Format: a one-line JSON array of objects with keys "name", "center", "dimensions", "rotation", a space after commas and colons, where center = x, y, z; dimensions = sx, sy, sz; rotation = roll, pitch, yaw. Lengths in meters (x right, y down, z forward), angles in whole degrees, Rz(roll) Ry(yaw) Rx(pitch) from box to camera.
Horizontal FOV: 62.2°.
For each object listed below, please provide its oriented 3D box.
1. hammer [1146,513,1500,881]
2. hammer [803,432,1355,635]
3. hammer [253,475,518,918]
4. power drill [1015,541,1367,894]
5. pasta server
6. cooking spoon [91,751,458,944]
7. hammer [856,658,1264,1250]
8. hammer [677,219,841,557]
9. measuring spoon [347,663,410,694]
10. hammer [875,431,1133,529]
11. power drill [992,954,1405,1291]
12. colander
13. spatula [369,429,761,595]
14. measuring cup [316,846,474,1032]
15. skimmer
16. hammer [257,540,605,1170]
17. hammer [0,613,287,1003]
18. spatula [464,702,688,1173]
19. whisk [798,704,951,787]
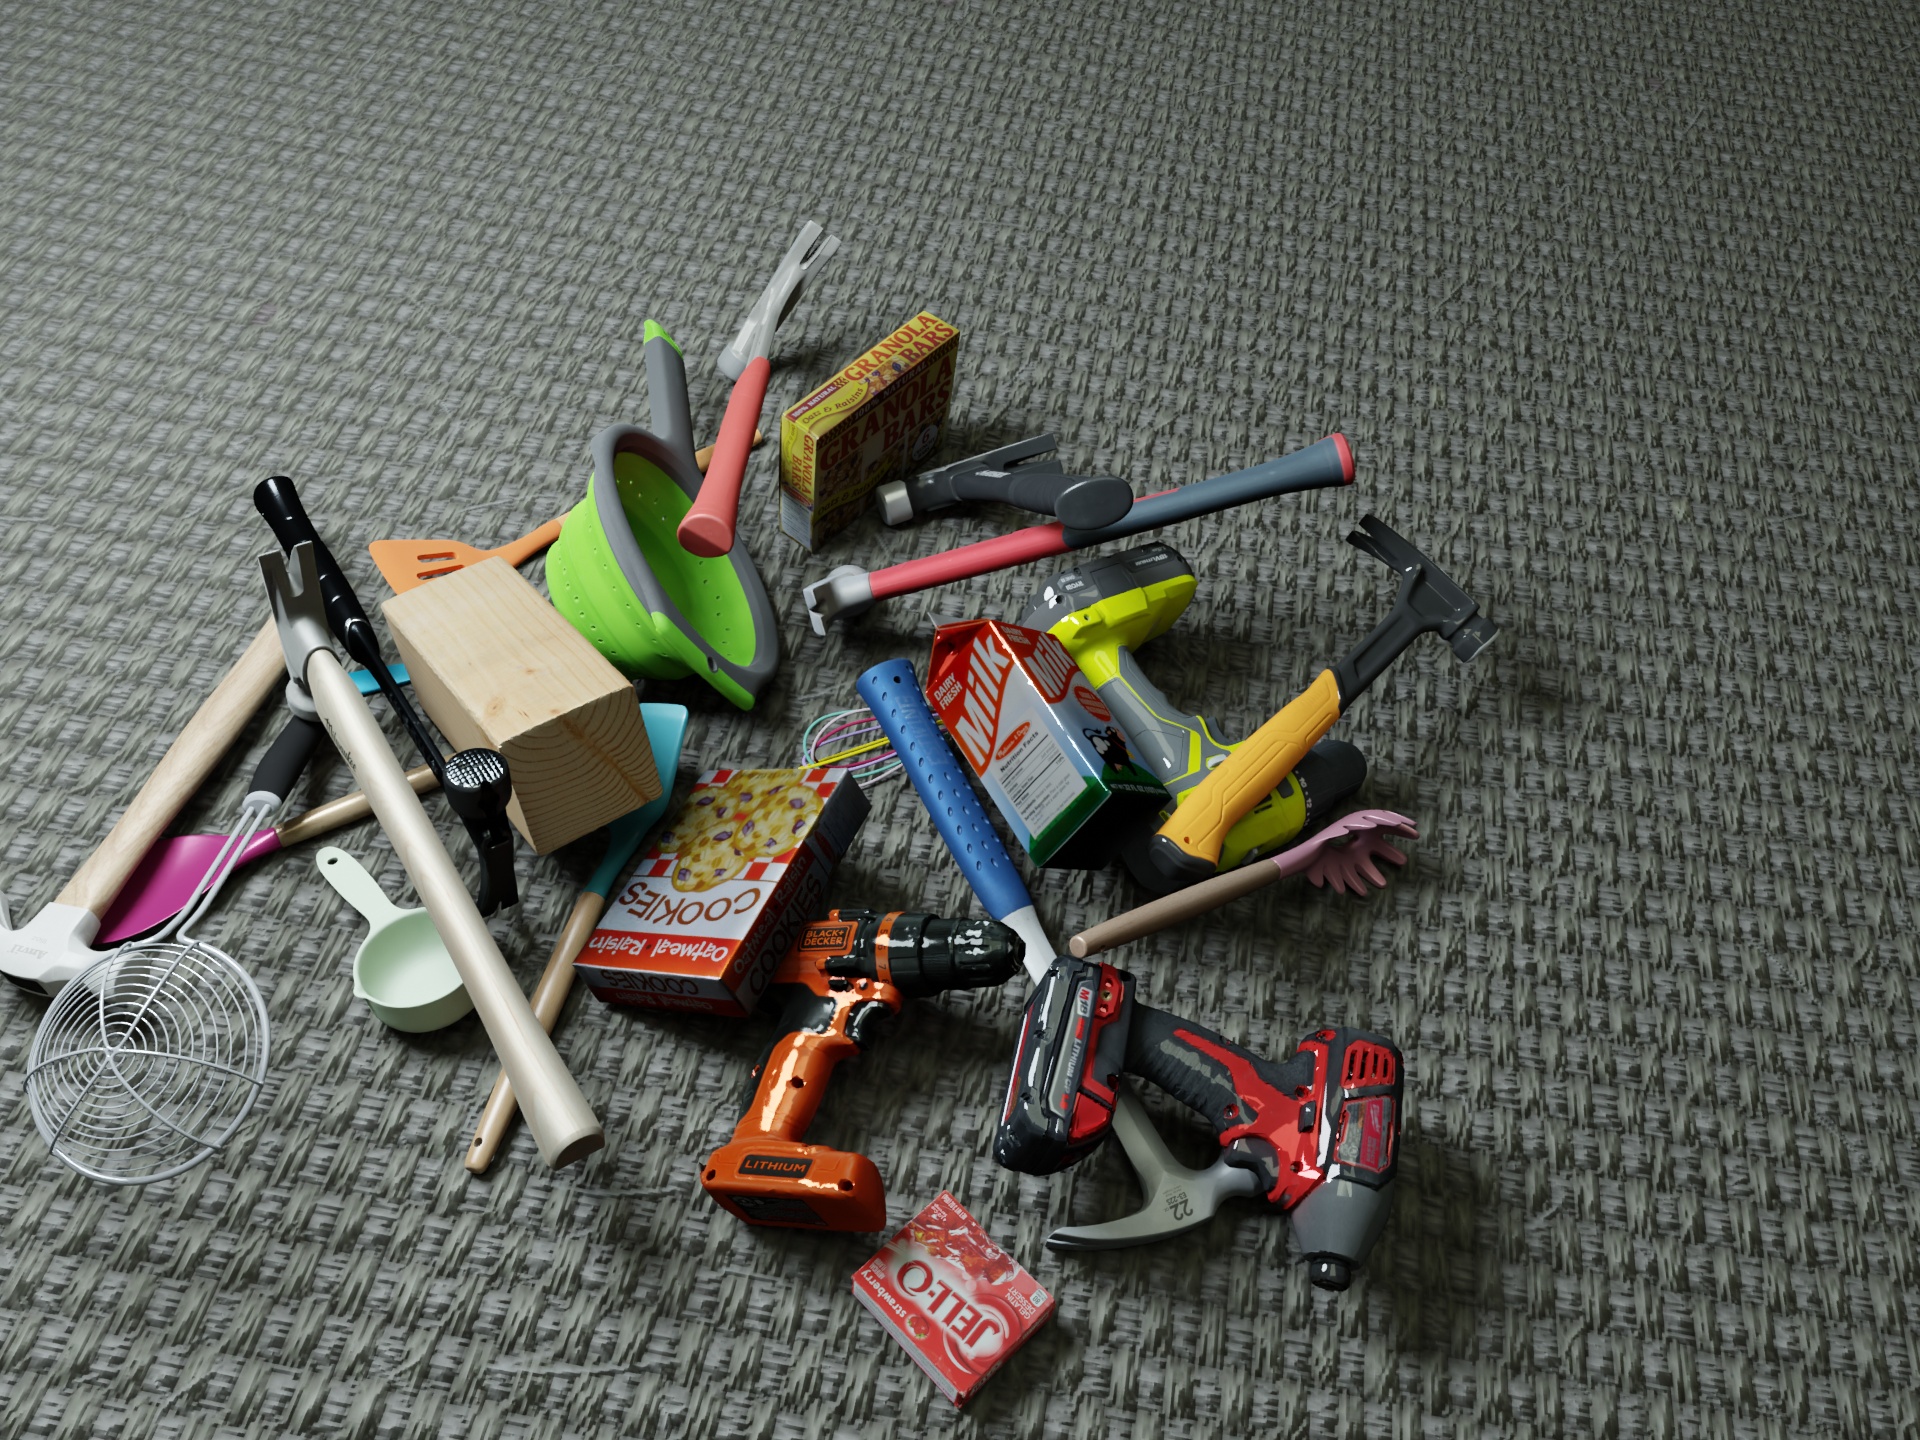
[{"name": "hammer", "center": [0.229, -0.011, 1.058], "dimensions": [0.127, 0.034, 0.337], "rotation": [45, 58, 8]}, {"name": "hammer", "center": [0.081, -0.129, 1.099], "dimensions": [0.386, 0.038, 0.143], "rotation": [-15, 9, 7]}, {"name": "hammer", "center": [-0.382, -0.037, 1.041], "dimensions": [0.036, 0.149, 0.409], "rotation": [-23, 52, -27]}, {"name": "power drill", "center": [0.158, -0.007, 1.098], "dimensions": [0.190, 0.080, 0.229], "rotation": [-20, 67, -27]}, {"name": "pasta server", "center": [0.181, 0.103, 0.979], "dimensions": [0.316, 0.060, 0.040], "rotation": [-13, 41, -43]}, {"name": "cooking spoon", "center": [-0.418, 0.066, 1.035], "dimensions": [0.319, 0.017, 0.069], "rotation": [-24, 50, -22]}, {"name": "hammer", "center": [0.034, 0.132, 0.988], "dimensions": [0.144, 0.035, 0.406], "rotation": [-21, 65, -19]}, {"name": "hammer", "center": [-0.154, -0.238, 1.170], "dimensions": [0.036, 0.149, 0.359], "rotation": [30, 34, -20]}, {"name": "measuring spoon", "center": [-0.396, -0.038, 1.114], "dimensions": [0.128, 0.021, 0.042], "rotation": [-14, 55, -17]}, {"name": "hammer", "center": [0.047, -0.163, 1.112], "dimensions": [0.146, 0.035, 0.335], "rotation": [-19, 15, -12]}, {"name": "power drill", "center": [0.137, 0.223, 0.887], "dimensions": [0.219, 0.078, 0.143], "rotation": [16, 59, -2]}, {"name": "colander", "center": [-0.234, -0.154, 1.157], "dimensions": [0.094, 0.204, 0.398], "rotation": [-28, 47, 14]}, {"name": "spatula", "center": [-0.283, -0.161, 1.208], "dimensions": [0.322, 0.041, 0.081], "rotation": [-32, 74, -28]}, {"name": "measuring cup", "center": [-0.353, 0.132, 0.985], "dimensions": [0.083, 0.038, 0.168], "rotation": [-34, 49, -28]}, {"name": "skimmer", "center": [-0.433, 0.109, 0.952], "dimensions": [0.127, 0.090, 0.364], "rotation": [-2, 31, 0]}, {"name": "hammer", "center": [-0.310, 0.075, 0.918], "dimensions": [0.038, 0.146, 0.411], "rotation": [-23, 60, -27]}, {"name": "hammer", "center": [-0.508, 0.034, 1.033], "dimensions": [0.130, 0.031, 0.332], "rotation": [8, 48, 11]}, {"name": "spatula", "center": [-0.245, 0.126, 0.990], "dimensions": [0.082, 0.044, 0.318], "rotation": [-2, 50, 23]}, {"name": "whisk", "center": [-0.003, -0.004, 1.118], "dimensions": [0.245, 0.047, 0.051], "rotation": [-18, 64, -23]}]
